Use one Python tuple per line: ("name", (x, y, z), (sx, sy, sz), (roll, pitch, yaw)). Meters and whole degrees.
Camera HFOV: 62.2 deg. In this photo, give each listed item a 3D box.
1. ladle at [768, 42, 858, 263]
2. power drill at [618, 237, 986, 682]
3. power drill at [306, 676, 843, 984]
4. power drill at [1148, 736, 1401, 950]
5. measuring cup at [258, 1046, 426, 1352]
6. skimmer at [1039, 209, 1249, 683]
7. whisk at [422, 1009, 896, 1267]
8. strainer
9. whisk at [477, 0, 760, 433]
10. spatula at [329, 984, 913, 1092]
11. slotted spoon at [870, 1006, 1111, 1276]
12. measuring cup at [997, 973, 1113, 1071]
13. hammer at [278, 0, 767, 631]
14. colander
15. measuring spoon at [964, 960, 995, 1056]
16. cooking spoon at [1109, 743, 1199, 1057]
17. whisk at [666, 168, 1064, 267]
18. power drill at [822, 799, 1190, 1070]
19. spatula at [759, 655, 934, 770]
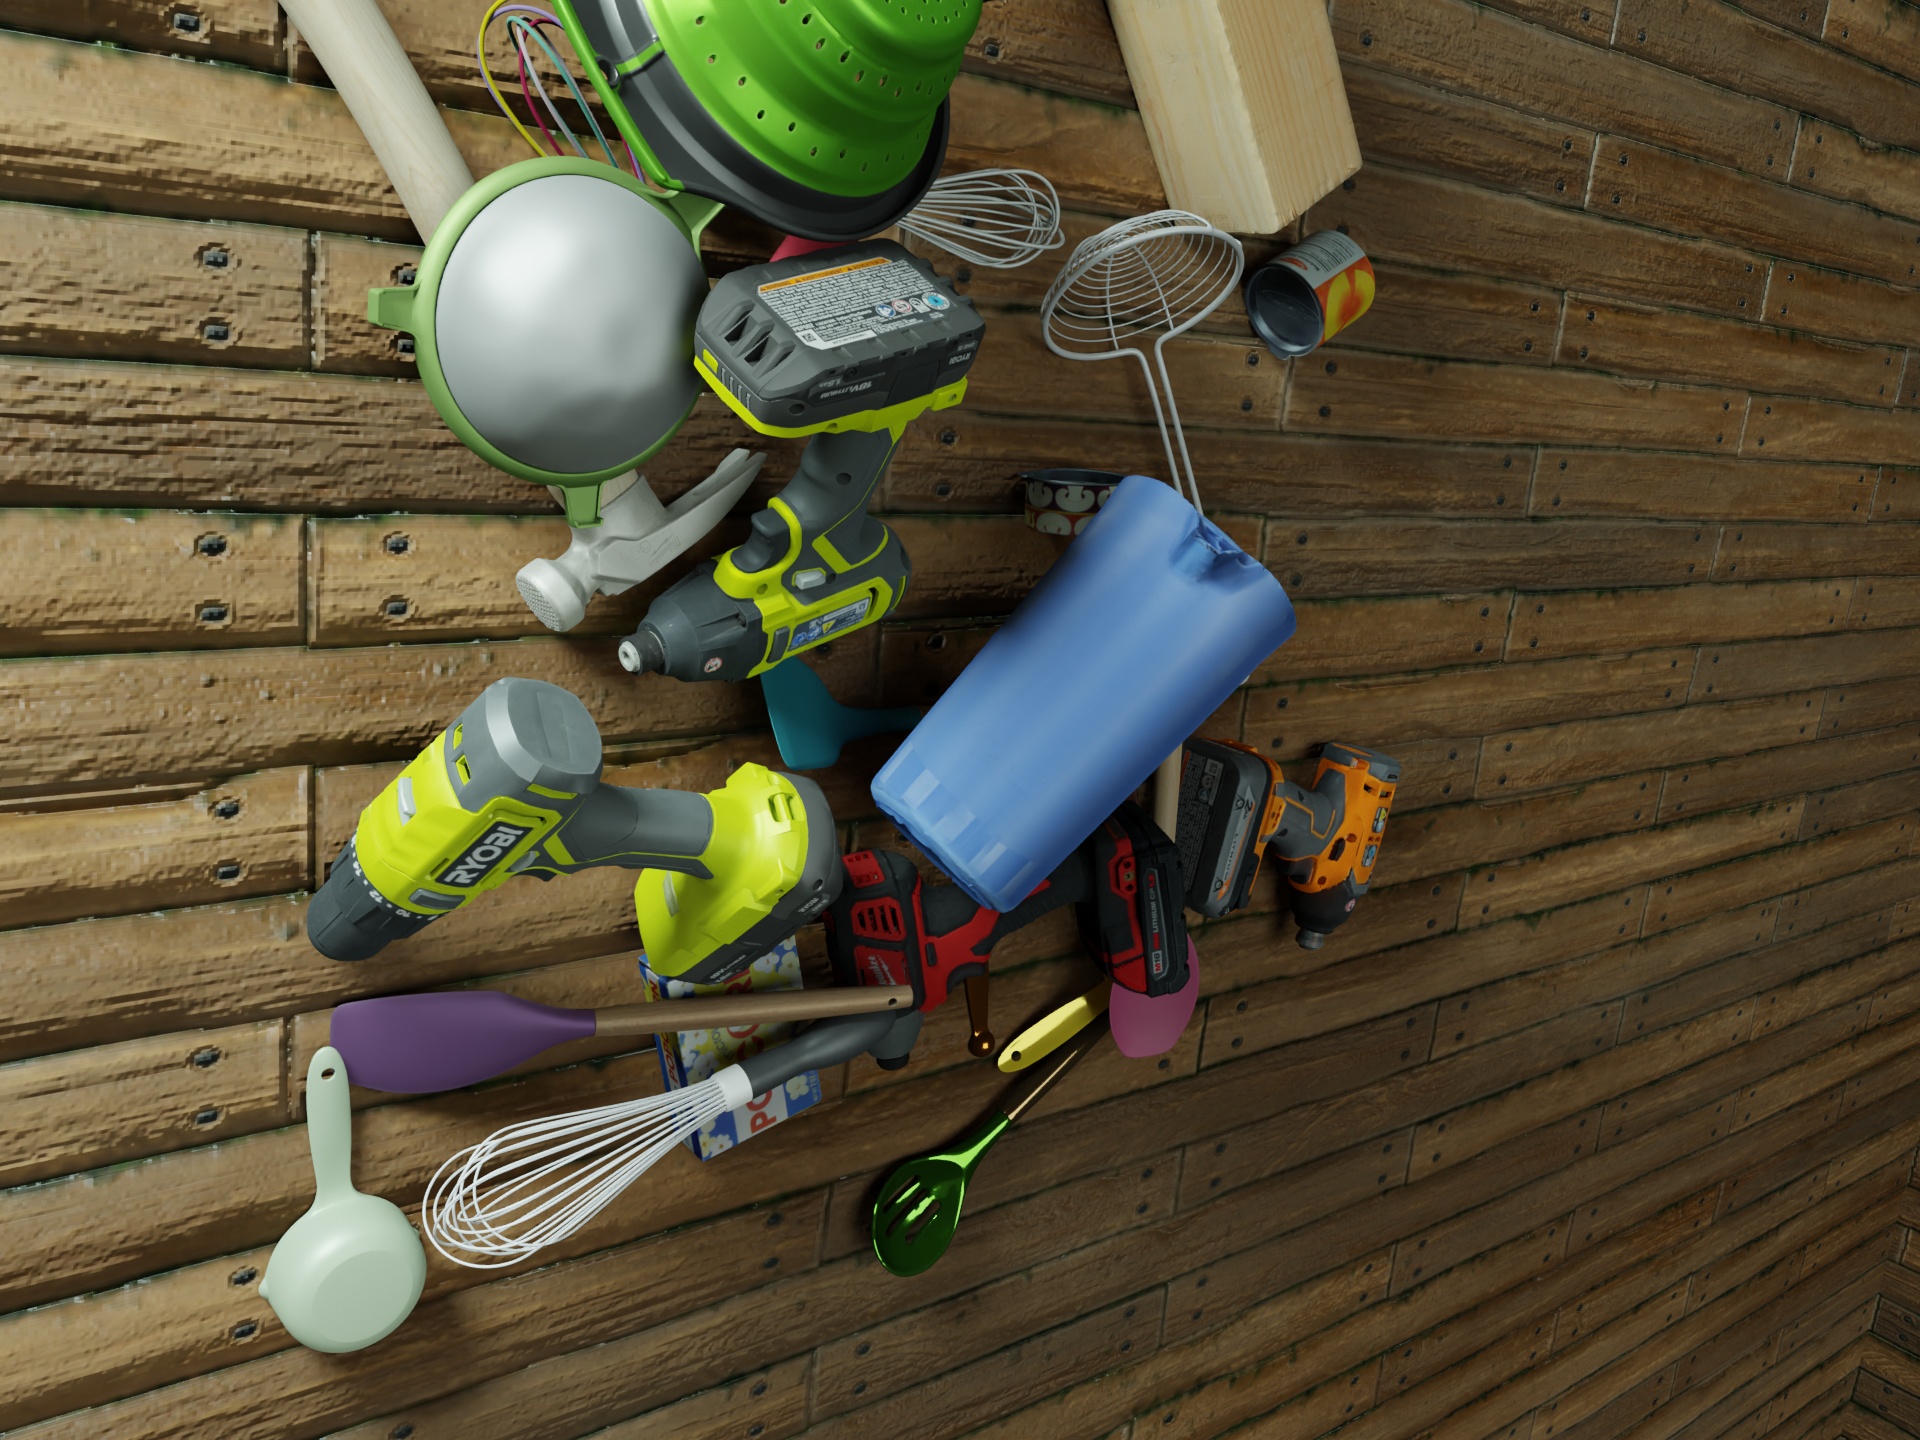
("ladle", (-0.064, -0.325, 0.806), (0.069, 0.031, 0.315), (3, 90, -32))
("power drill", (-0.082, -0.114, 0.788), (0.171, 0.080, 0.223), (-26, 152, -37))
("power drill", (-0.191, 0.072, 0.798), (0.190, 0.080, 0.228), (-39, 144, 28))
("power drill", (0.234, 0.095, 1.183), (0.226, 0.084, 0.164), (6, 101, -44))
("measuring cup", (-0.314, 0.247, 0.812), (0.083, 0.038, 0.167), (-11, 113, -36))
("skimmer", (0.147, -0.154, 1.024), (0.127, 0.090, 0.362), (-19, 124, 3))
("whisk", (-0.155, 0.215, 0.876), (0.284, 0.070, 0.070), (-21, 117, -31))
("strainer", (-0.131, -0.215, 0.733), (0.256, 0.069, 0.151), (-50, 132, -12))
("whisk", (-0.152, -0.242, 0.785), (0.047, 0.051, 0.244), (-51, 132, -22))
("spatula", (-0.175, 0.165, 0.868), (0.315, 0.018, 0.059), (-2, 111, -23))
("slotted spoon", (0.049, 0.263, 1.120), (0.314, 0.031, 0.070), (-41, 108, -25))
("measuring cup", (0.089, 0.202, 1.132), (0.156, 0.029, 0.062), (-32, 88, -14))
("hammer", (-0.230, -0.243, 0.725), (0.146, 0.038, 0.410), (-41, 126, -23))
("colander", (-0.013, -0.364, 0.753), (0.397, 0.094, 0.204), (-41, 108, -43))
("measuring spoon", (0.014, 0.177, 1.073), (0.021, 0.011, 0.116), (-18, 115, -34))
("cooking spoon", (0.135, 0.082, 1.066), (0.068, 0.017, 0.318), (-5, 108, -20))
("whisk", (-0.045, -0.279, 0.859), (0.246, 0.059, 0.057), (-5, 135, -34))
("power drill", (0.026, 0.136, 0.995), (0.219, 0.079, 0.143), (-12, 112, -12))
("spatula", (-0.002, -0.003, 0.980), (0.317, 0.044, 0.082), (1, 66, -42))
